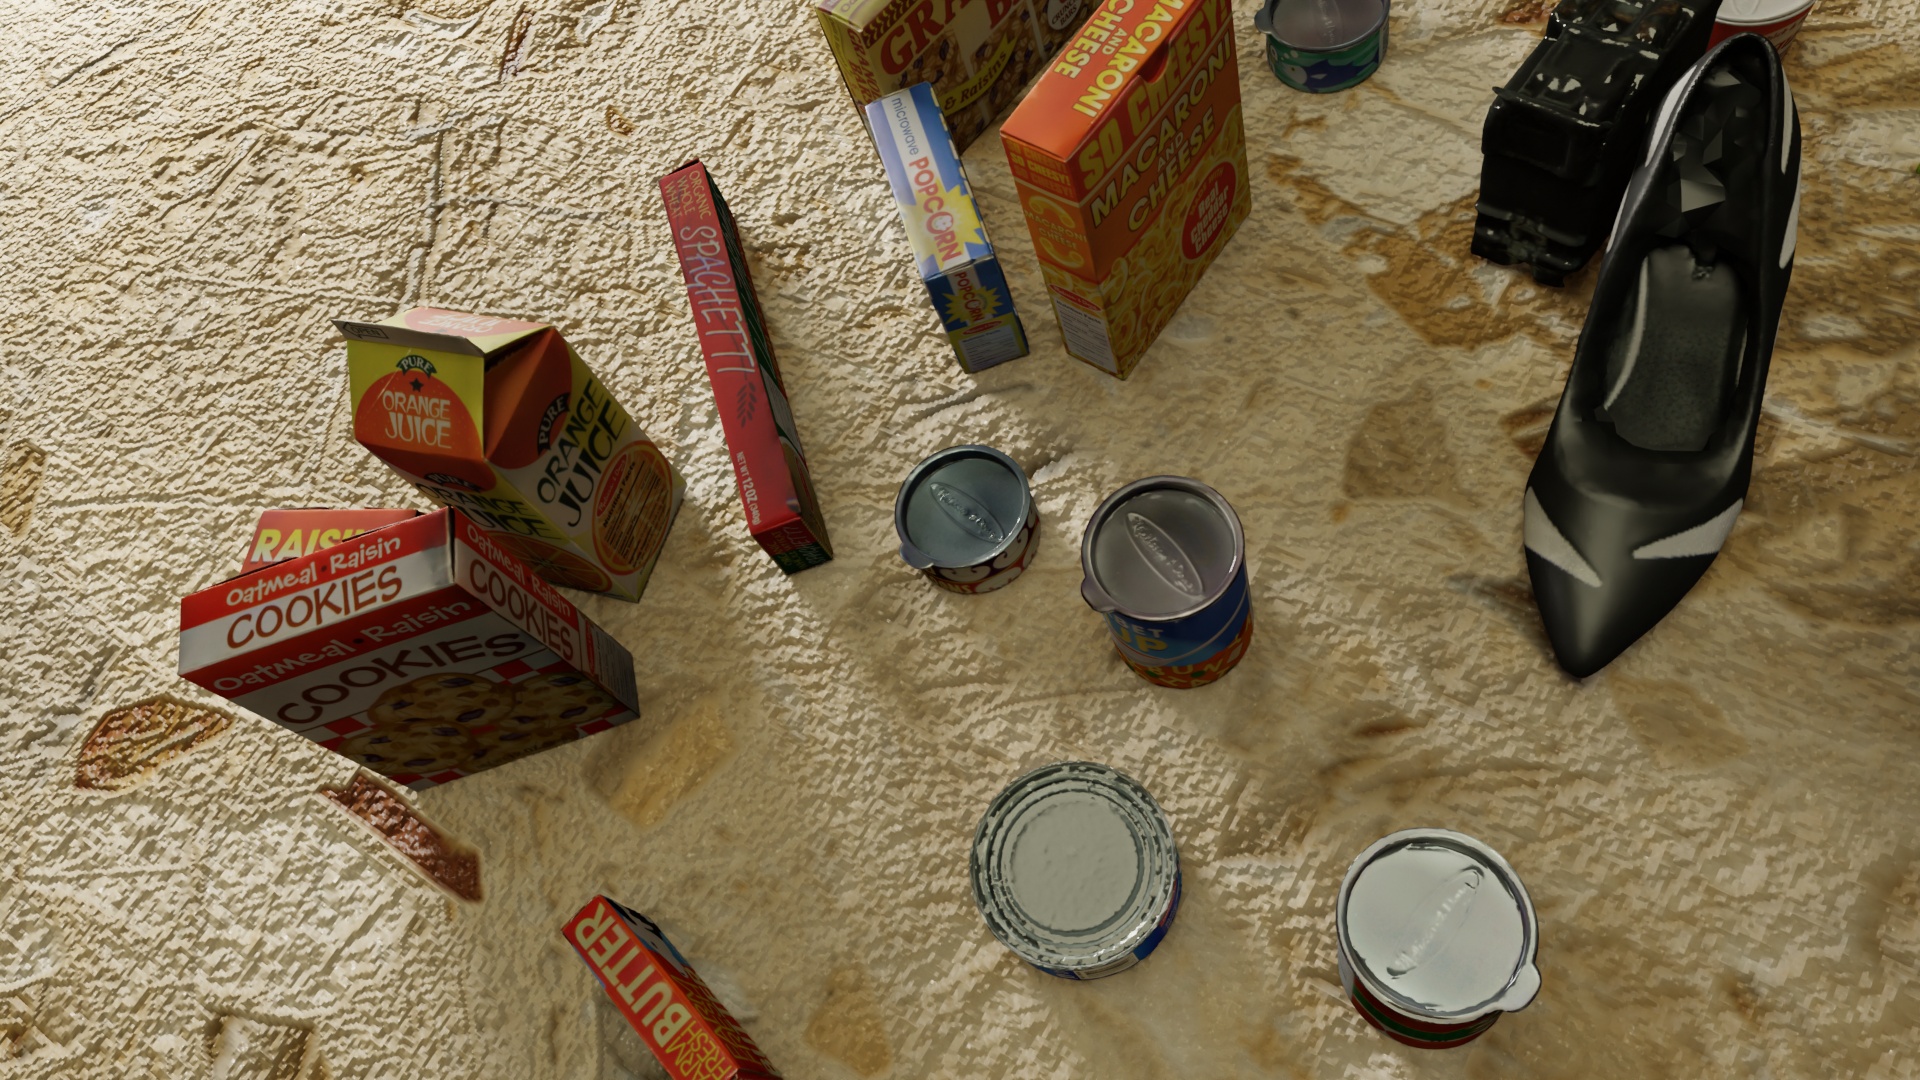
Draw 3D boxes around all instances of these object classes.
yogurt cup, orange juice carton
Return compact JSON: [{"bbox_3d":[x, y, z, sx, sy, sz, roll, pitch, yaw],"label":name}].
[{"bbox_3d":[0.382,-0.261,0.683,0.072,0.053,0.072,-6,62,12],"label":"yogurt cup"},{"bbox_3d":[-0.208,-0.046,0.650,0.072,0.192,0.073,10,67,20],"label":"orange juice carton"}]

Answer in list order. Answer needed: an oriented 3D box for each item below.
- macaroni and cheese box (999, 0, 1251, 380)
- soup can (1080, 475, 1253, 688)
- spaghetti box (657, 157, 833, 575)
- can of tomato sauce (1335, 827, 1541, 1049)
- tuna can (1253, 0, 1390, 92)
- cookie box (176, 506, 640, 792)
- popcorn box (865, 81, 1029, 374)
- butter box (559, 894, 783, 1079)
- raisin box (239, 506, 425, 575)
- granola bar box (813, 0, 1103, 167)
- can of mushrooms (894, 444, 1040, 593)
[{"bbox_3d":[0.085,-0.172,0.652,0.040,0.166,0.124,30,75,26],"label":"macaroni and cheese box"},{"bbox_3d":[0.089,0.021,0.599,0.071,0.083,0.071,-6,63,12],"label":"soup can"},{"bbox_3d":[-0.116,-0.098,0.734,0.029,0.050,0.251,-22,60,4],"label":"spaghetti box"},{"bbox_3d":[0.174,0.149,0.511,0.071,0.082,0.071,-6,63,12],"label":"can of tomato sauce"},{"bbox_3d":[0.196,-0.277,0.753,0.071,0.032,0.071,-6,62,12],"label":"tuna can"},{"bbox_3d":[-0.237,0.054,0.621,0.123,0.167,0.040,-18,61,5],"label":"cookie box"},{"bbox_3d":[-0.007,-0.161,0.717,0.038,0.085,0.127,-20,60,5],"label":"popcorn box"},{"bbox_3d":[-0.121,0.196,0.583,0.024,0.053,0.104,-45,62,-9],"label":"butter box"},{"bbox_3d":[-0.267,0.028,0.668,0.086,0.123,0.040,0,64,15],"label":"raisin box"},{"bbox_3d":[0.004,-0.294,0.760,0.039,0.123,0.166,35,77,27],"label":"granola bar box"},{"bbox_3d":[0.002,-0.008,0.666,0.071,0.033,0.071,-6,62,12],"label":"can of mushrooms"}]
